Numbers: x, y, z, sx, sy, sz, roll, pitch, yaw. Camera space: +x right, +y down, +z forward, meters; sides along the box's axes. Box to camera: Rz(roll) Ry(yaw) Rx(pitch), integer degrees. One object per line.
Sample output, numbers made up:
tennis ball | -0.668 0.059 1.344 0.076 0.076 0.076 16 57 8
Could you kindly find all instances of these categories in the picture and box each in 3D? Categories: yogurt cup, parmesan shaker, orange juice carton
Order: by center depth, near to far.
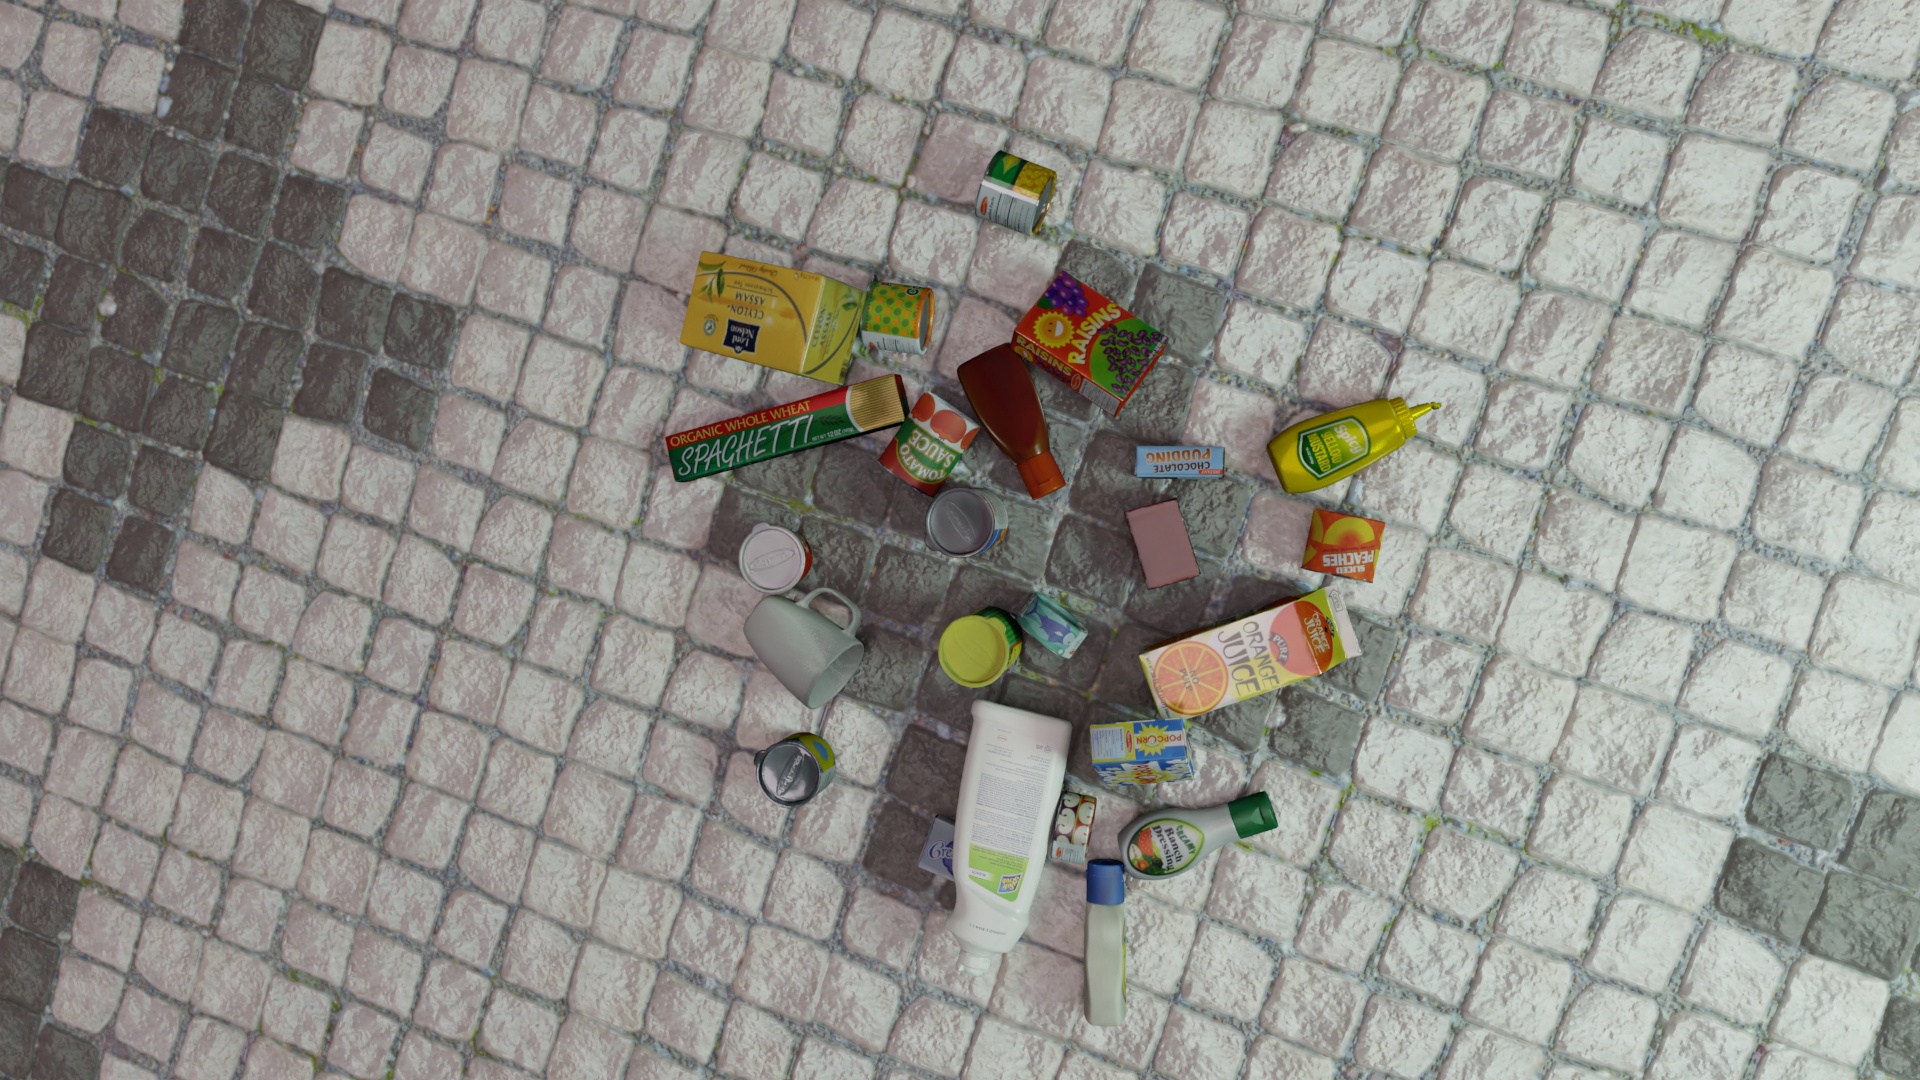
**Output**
orange juice carton | 0.268 0.104 1.288 0.192 0.073 0.072 -20 88 10
parmesan shaker | 0.023 0.097 1.318 0.071 0.103 0.071 0 92 11
yogurt cup | -0.180 0.018 1.378 0.072 0.054 0.072 0 92 11

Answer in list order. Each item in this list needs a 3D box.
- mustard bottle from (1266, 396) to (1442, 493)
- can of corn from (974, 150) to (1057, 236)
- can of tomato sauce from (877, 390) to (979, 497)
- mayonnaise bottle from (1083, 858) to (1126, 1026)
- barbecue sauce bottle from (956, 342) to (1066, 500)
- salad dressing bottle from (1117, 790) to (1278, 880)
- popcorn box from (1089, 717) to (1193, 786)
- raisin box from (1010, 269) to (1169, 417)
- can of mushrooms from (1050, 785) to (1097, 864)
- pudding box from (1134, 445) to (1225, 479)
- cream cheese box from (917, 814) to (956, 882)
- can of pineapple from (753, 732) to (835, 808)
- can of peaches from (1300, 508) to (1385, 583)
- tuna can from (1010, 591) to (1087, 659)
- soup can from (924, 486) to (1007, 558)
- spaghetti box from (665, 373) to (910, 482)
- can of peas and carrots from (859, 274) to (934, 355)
mustard bottle | 0.365 -0.097 1.278 0.160 0.049 0.065 -24 89 10
can of corn | 0.054 -0.332 1.322 0.058 0.071 0.071 23 96 8
can of tomato sauce | -0.030 -0.093 1.340 0.071 0.071 0.083 35 97 8
mayonnaise bottle | 0.139 0.382 1.326 0.041 0.065 0.148 1 88 7
barbecue sauce bottle | 0.054 -0.112 1.338 0.065 0.043 0.148 -26 87 5
salad dressing bottle | 0.225 0.276 1.316 0.147 0.044 0.064 -21 87 10
popcorn box | 0.168 0.197 1.281 0.085 0.126 0.038 -6 70 11
raisin box | 0.121 -0.187 1.311 0.123 0.040 0.086 34 71 8
can of mushrooms | 0.109 0.272 1.326 0.033 0.071 0.071 11 94 10
pudding box | 0.206 -0.073 1.307 0.084 0.050 0.030 1 91 11
cream cheese box | 0.014 0.314 1.365 0.104 0.024 0.053 21 93 9
can of pineapple | -0.164 0.226 1.378 0.071 0.058 0.071 0 91 10
can of peaches | 0.351 0.005 1.272 0.071 0.071 0.058 12 93 10
tuna can | 0.085 0.079 1.325 0.071 0.071 0.033 38 97 7
soup can | 0.005 -0.017 1.328 0.071 0.084 0.071 0 92 11
spaghetti box | -0.174 -0.111 1.387 0.250 0.029 0.050 -14 88 10
can of peas and carrots | -0.060 -0.218 1.344 0.059 0.071 0.071 10 93 9
